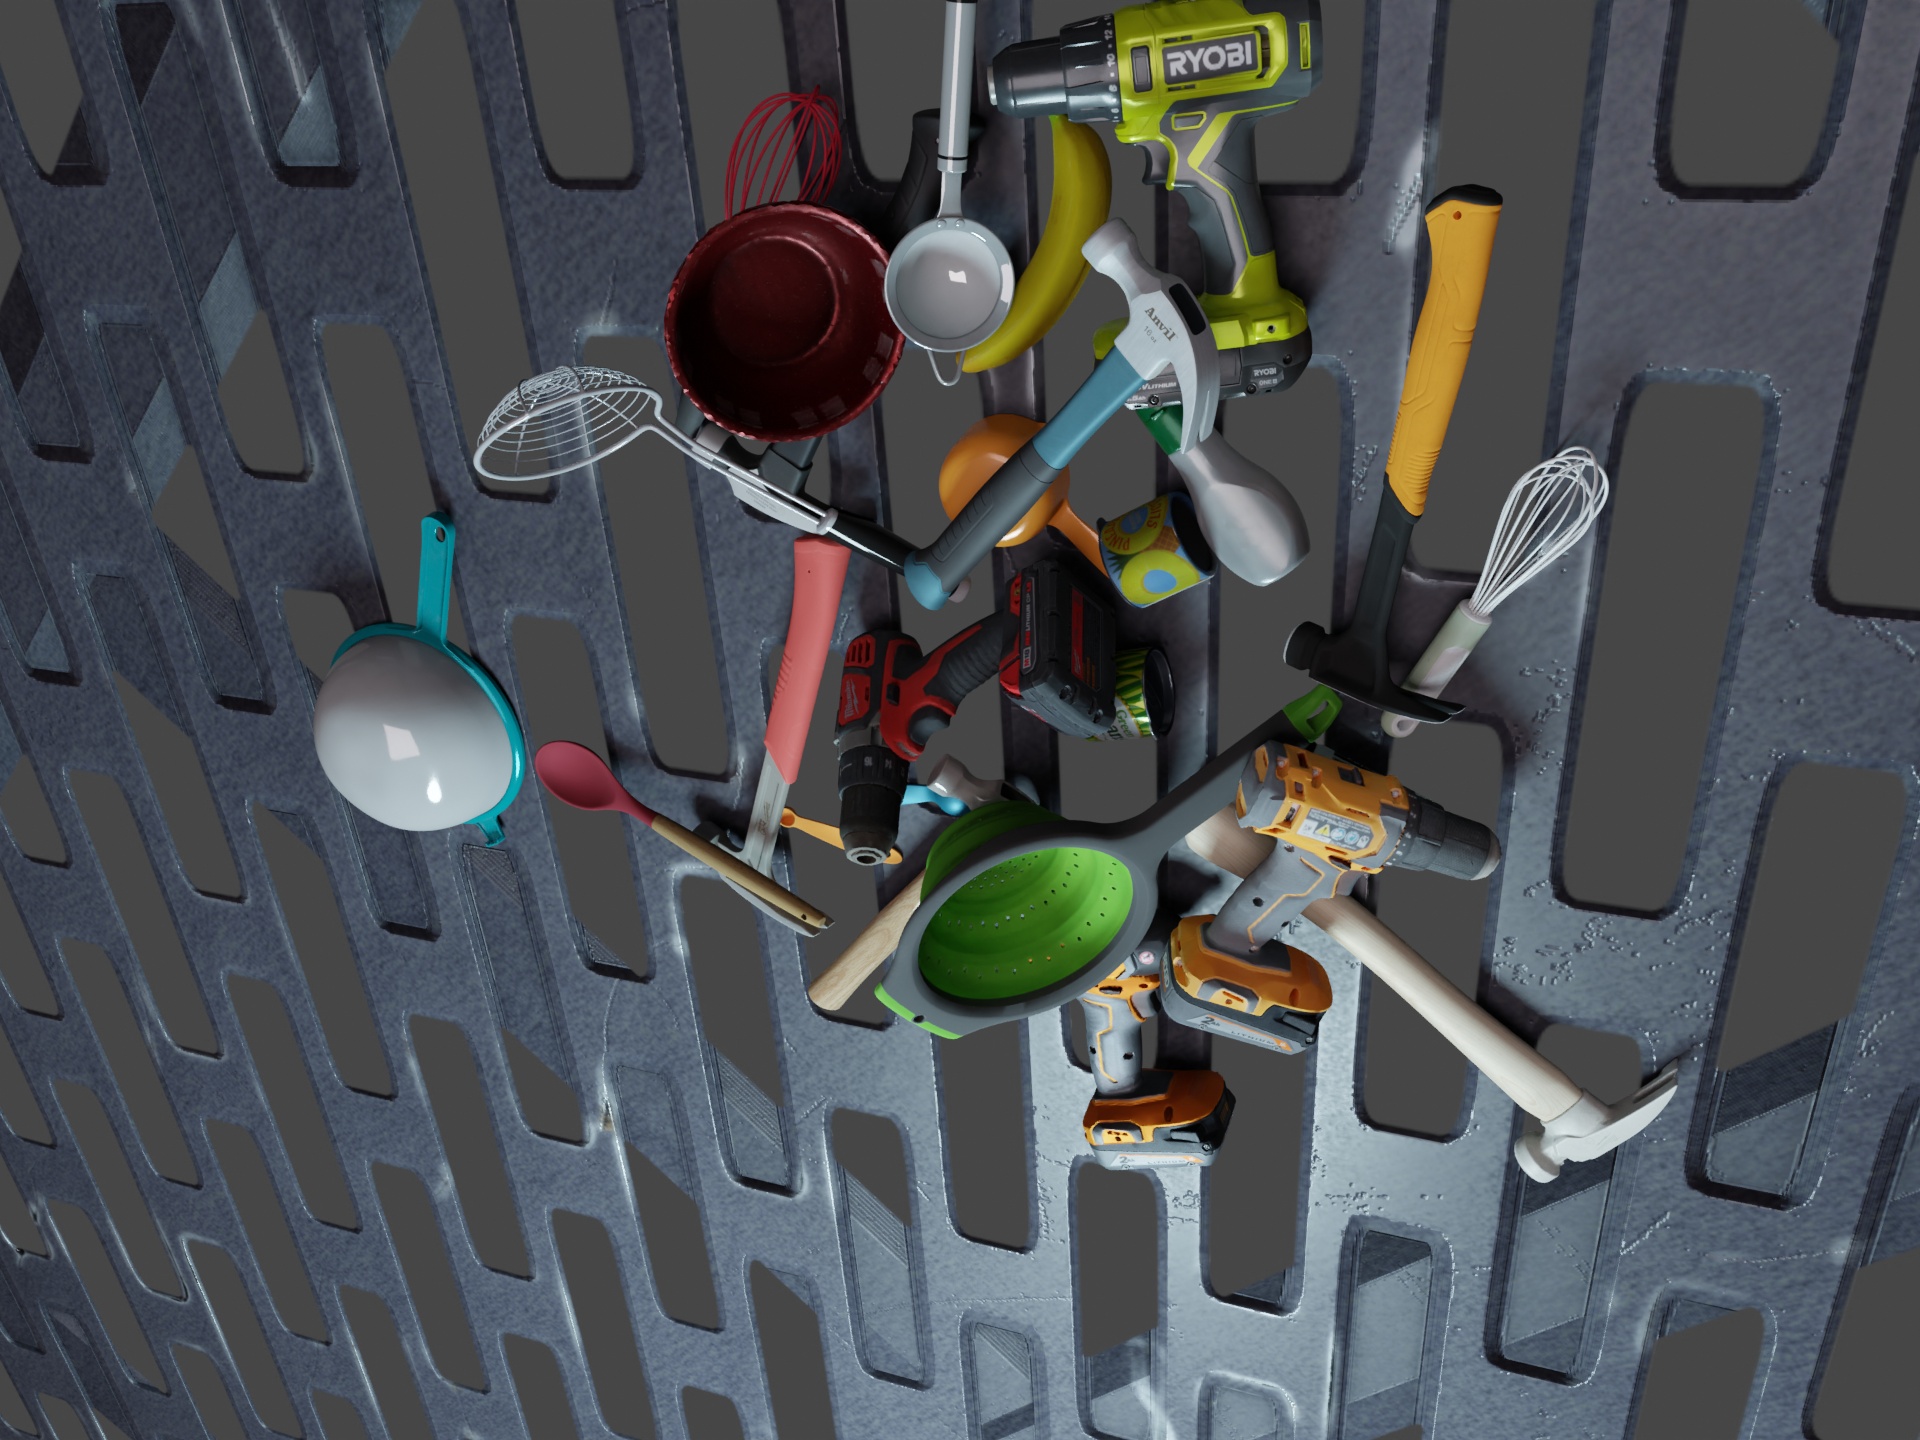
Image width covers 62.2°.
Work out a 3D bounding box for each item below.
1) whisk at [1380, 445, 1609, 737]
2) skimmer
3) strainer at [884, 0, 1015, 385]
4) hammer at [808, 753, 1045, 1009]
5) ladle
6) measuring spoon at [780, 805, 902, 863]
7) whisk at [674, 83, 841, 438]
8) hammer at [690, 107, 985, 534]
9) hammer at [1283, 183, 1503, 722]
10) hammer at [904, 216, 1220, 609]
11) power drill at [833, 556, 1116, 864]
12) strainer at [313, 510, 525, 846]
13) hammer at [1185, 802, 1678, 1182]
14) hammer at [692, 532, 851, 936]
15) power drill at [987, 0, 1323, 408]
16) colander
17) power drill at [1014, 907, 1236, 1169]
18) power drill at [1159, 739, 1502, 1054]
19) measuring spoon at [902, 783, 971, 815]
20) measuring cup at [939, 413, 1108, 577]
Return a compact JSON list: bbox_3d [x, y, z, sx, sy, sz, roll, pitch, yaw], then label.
[{"bbox_3d":[0.344,-0.077,1.045,0.057,0.059,0.246,11,132,-16],"label":"whisk"},{"bbox_3d":[-0.150,-0.141,1.101,0.363,0.090,0.127,25,148,-26],"label":"skimmer"},{"bbox_3d":[-0.005,-0.344,1.002,0.087,0.050,0.258,-3,121,-13],"label":"strainer"},{"bbox_3d":[-0.039,0.157,1.343,0.130,0.031,0.331,30,131,-12],"label":"hammer"},{"bbox_3d":[-0.243,0.098,1.373,0.315,0.031,0.069,28,127,22],"label":"ladle"},{"bbox_3d":[-0.103,0.097,1.362,0.117,0.011,0.021,20,123,7],"label":"measuring spoon"},{"bbox_3d":[-0.152,-0.311,1.112,0.073,0.073,0.295,33,131,2],"label":"whisk"},{"bbox_3d":[-0.069,-0.273,1.111,0.146,0.035,0.334,35,126,2],"label":"hammer"},{"bbox_3d":[0.292,-0.162,1.004,0.127,0.034,0.336,29,126,35],"label":"hammer"},{"bbox_3d":[0.049,-0.167,1.025,0.128,0.033,0.331,50,141,2],"label":"hammer"},{"bbox_3d":[-0.002,-0.004,1.147,0.227,0.188,0.080,-21,142,34],"label":"power drill"},{"bbox_3d":[-0.492,-0.024,1.402,0.211,0.095,0.340,25,127,8],"label":"strainer"},{"bbox_3d":[0.343,0.185,1.204,0.410,0.038,0.146,39,125,-2],"label":"hammer"},{"bbox_3d":[-0.133,0.008,1.291,0.149,0.037,0.358,32,126,21],"label":"hammer"},{"bbox_3d":[0.123,-0.312,0.960,0.190,0.080,0.228,-5,117,8],"label":"power drill"},{"bbox_3d":[0.100,0.079,1.179,0.397,0.095,0.204,-38,134,13],"label":"colander"},{"bbox_3d":[0.150,0.253,1.302,0.164,0.084,0.226,-11,110,28],"label":"power drill"},{"bbox_3d":[0.259,0.132,1.135,0.185,0.084,0.226,17,121,-7],"label":"power drill"},{"bbox_3d":[-0.044,0.065,1.306,0.128,0.021,0.042,-4,117,23],"label":"measuring spoon"},{"bbox_3d":[0.060,-0.138,1.123,0.173,0.052,0.095,42,126,-2],"label":"measuring cup"}]
